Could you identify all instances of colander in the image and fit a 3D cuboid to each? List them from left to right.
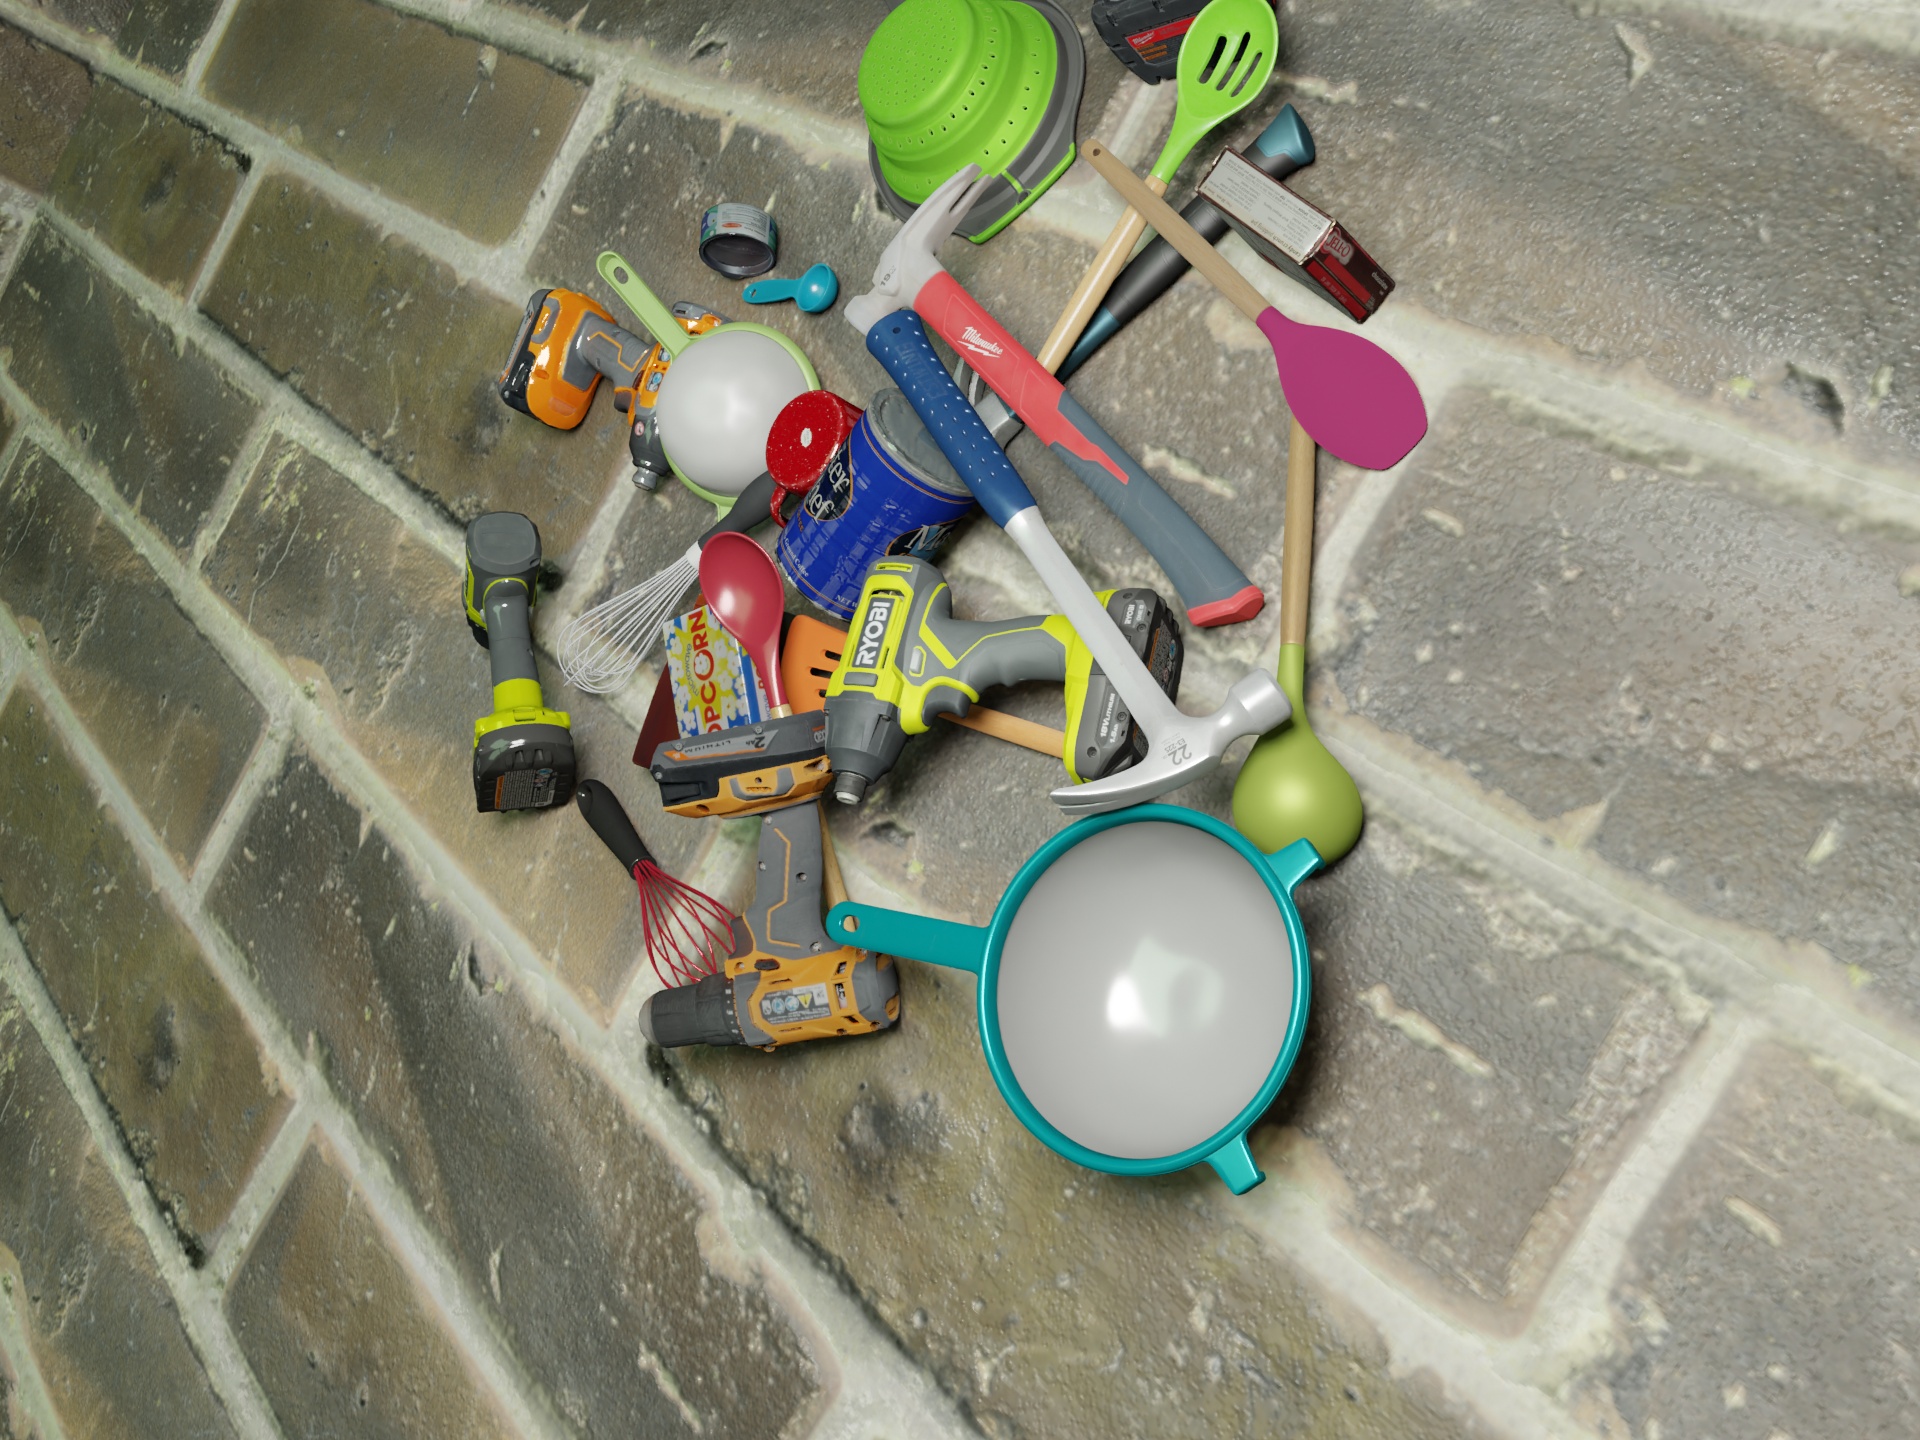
[{"bbox_3d":[-0.040,-0.562,1.284,0.204,0.094,0.398,-37,57,23],"label":"colander"}]

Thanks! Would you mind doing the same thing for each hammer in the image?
[{"bbox_3d":[0.038,-0.117,1.004,0.144,0.035,0.406,-33,60,3],"label":"hammer"},{"bbox_3d":[0.077,-0.214,1.073,0.143,0.038,0.387,-48,65,17],"label":"hammer"},{"bbox_3d":[0.117,-0.298,1.124,0.331,0.033,0.128,-41,56,20],"label":"hammer"}]

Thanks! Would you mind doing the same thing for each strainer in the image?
[{"bbox_3d":[-0.224,-0.289,1.291,0.151,0.069,0.256,-42,82,17],"label":"strainer"},{"bbox_3d":[0.070,0.155,0.976,0.340,0.095,0.211,6,78,37],"label":"strainer"}]

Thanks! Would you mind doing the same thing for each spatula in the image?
[{"bbox_3d":[-0.002,-0.004,1.117,0.323,0.041,0.081,18,102,38],"label":"spatula"}]

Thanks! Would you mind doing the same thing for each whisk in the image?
[{"bbox_3d":[-0.242,0.127,1.253,0.073,0.073,0.296,-57,45,9],"label":"whisk"},{"bbox_3d":[-0.234,-0.115,1.308,0.284,0.070,0.070,-39,56,23],"label":"whisk"}]

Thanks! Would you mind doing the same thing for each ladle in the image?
[{"bbox_3d":[-0.123,0.015,1.152,0.069,0.031,0.315,-19,86,30],"label":"ladle"},{"bbox_3d":[0.211,-0.064,0.982,0.078,0.062,0.320,-8,65,34],"label":"ladle"}]

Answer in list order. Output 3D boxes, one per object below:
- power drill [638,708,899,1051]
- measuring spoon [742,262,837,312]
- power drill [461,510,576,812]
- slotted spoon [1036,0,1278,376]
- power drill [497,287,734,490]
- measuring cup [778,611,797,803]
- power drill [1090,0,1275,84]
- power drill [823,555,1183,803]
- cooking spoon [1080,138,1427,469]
[{"bbox_3d":[-0.152,0.119,1.107,0.185,0.084,0.226,-12,92,13],"label":"power drill"},{"bbox_3d":[-0.144,-0.364,1.357,0.129,0.021,0.042,13,85,48],"label":"measuring spoon"},{"bbox_3d":[-0.389,-0.041,1.372,0.190,0.080,0.229,127,134,-60],"label":"power drill"},{"bbox_3d":[0.121,-0.350,1.097,0.070,0.031,0.313,36,102,22],"label":"slotted spoon"},{"bbox_3d":[-0.310,-0.298,1.420,0.227,0.084,0.164,18,88,35],"label":"power drill"},{"bbox_3d":[-0.155,-0.011,1.237,0.083,0.038,0.168,-17,64,33],"label":"measuring cup"},{"bbox_3d":[0.155,-0.587,1.158,0.188,0.080,0.227,0,73,37],"label":"power drill"},{"bbox_3d":[0.021,-0.018,1.041,0.223,0.080,0.171,5,69,26],"label":"power drill"},{"bbox_3d":[0.182,-0.280,1.036,0.068,0.017,0.319,-44,69,13],"label":"cooking spoon"}]
